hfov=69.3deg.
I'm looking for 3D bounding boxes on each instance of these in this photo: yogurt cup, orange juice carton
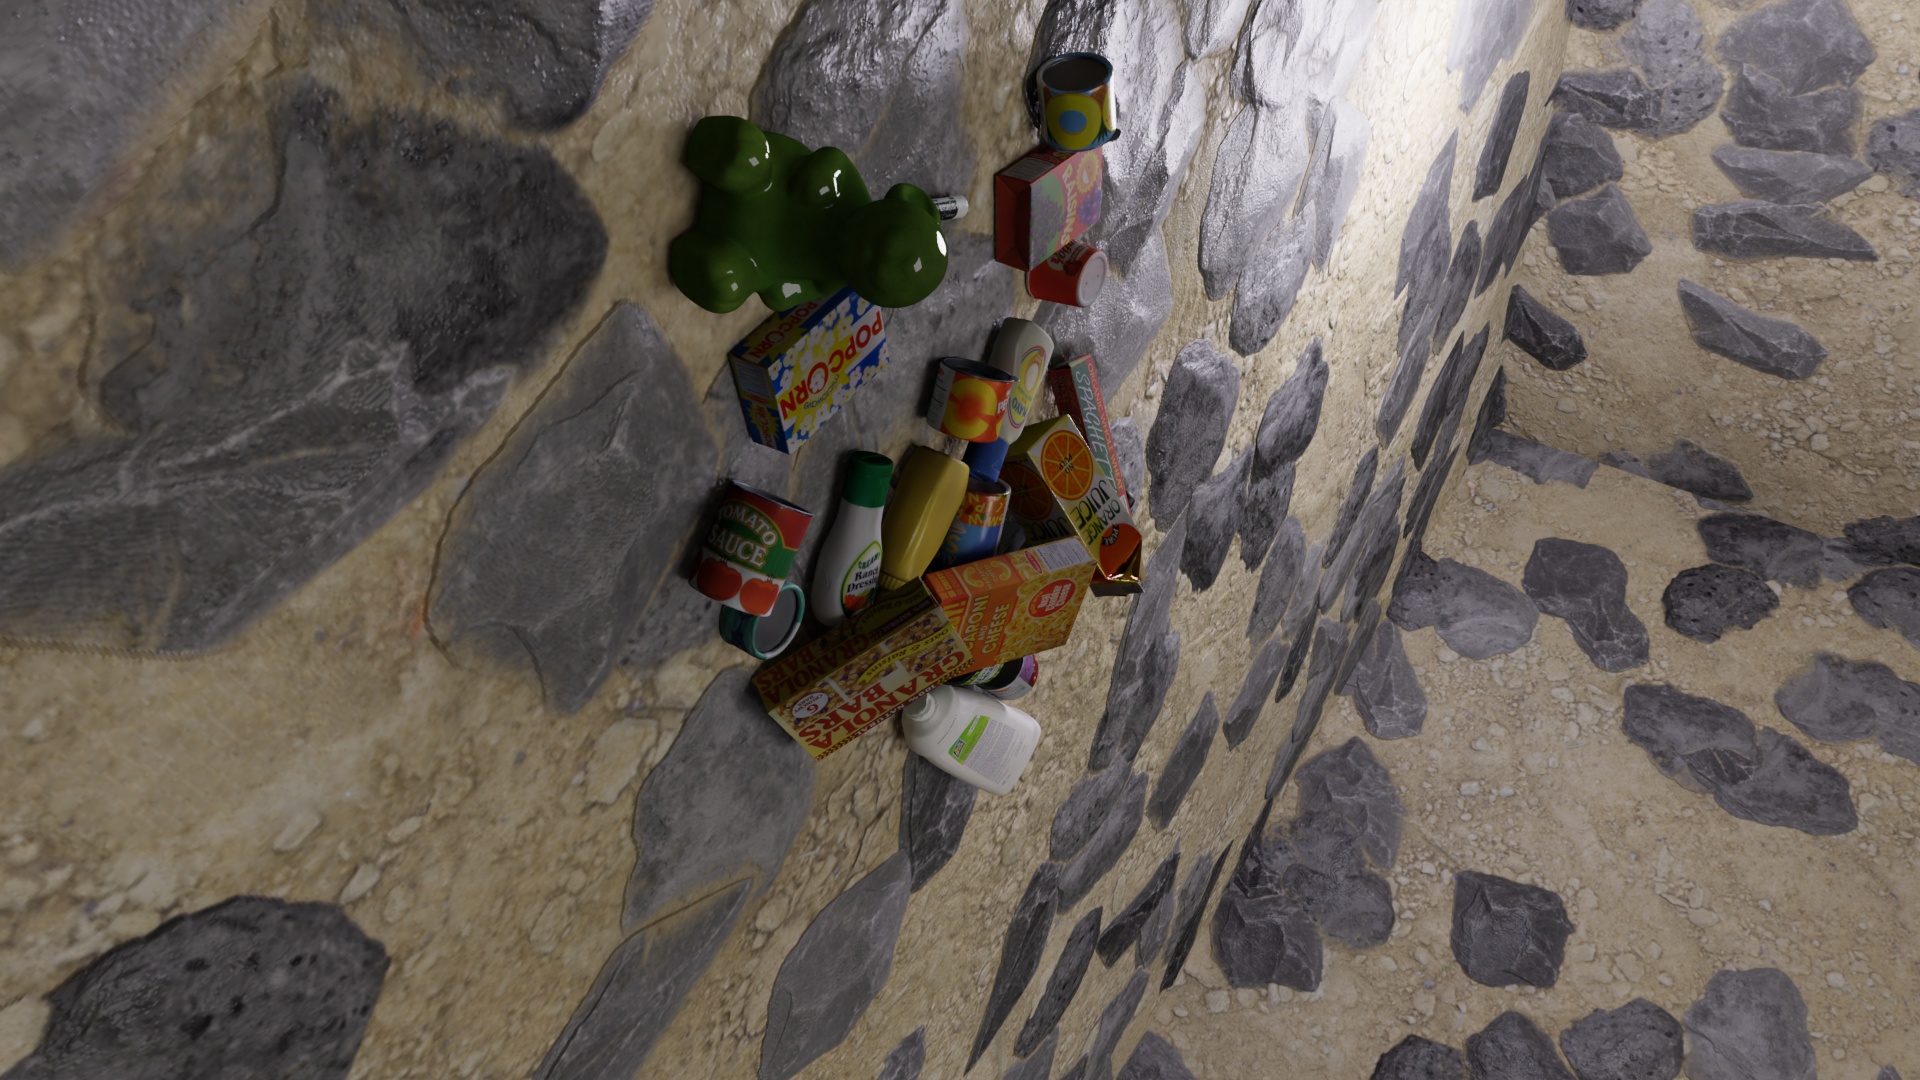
[{"bbox_3d":[0.101,-0.251,1.294,0.073,0.054,0.072,-42,145,-39],"label":"yogurt cup"},{"bbox_3d":[0.110,-0.022,1.366,0.073,0.071,0.192,-45,110,-35],"label":"orange juice carton"}]

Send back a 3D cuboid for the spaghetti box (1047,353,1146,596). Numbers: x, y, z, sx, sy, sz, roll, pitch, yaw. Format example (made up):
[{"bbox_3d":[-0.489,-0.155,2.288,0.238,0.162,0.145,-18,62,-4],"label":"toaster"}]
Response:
[{"bbox_3d":[0.142,-0.066,1.428,0.050,0.028,0.249,-32,111,-50],"label":"spaghetti box"}]

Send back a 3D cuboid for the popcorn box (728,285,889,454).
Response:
[{"bbox_3d":[-0.108,-0.135,1.023,0.127,0.038,0.084,-48,148,-32],"label":"popcorn box"}]

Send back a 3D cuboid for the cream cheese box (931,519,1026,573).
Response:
[{"bbox_3d":[0.014,0.021,1.352,0.104,0.053,0.024,-54,150,-23],"label":"cream cheese box"}]

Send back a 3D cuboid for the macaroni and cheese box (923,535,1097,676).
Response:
[{"bbox_3d":[0.035,0.066,1.301,0.167,0.040,0.123,-13,141,-27],"label":"macaroni and cheese box"}]

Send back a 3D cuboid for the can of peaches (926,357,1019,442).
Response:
[{"bbox_3d":[0.010,-0.122,1.213,0.071,0.071,0.058,-14,124,-58],"label":"can of peaches"}]

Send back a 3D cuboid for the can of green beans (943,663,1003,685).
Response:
[{"bbox_3d":[0.005,0.112,1.392,0.058,0.071,0.071,10,103,-63],"label":"can of green beans"}]

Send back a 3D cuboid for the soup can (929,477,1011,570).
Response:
[{"bbox_3d":[0.005,-0.016,1.295,0.071,0.071,0.083,-20,127,-55],"label":"soup can"}]

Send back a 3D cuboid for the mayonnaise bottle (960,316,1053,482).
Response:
[{"bbox_3d":[0.040,-0.127,1.277,0.064,0.041,0.148,34,73,-57],"label":"mayonnaise bottle"}]

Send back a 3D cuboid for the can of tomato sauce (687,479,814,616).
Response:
[{"bbox_3d":[-0.155,0.006,1.018,0.071,0.071,0.083,19,94,-63],"label":"can of tomato sauce"}]

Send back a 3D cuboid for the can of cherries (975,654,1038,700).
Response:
[{"bbox_3d":[0.045,0.131,1.483,0.071,0.071,0.058,-63,153,-7],"label":"can of cherries"}]

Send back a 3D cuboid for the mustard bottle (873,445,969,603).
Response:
[{"bbox_3d":[-0.046,-0.003,1.229,0.160,0.049,0.065,-65,155,-1],"label":"mustard bottle"}]

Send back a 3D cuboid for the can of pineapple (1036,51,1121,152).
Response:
[{"bbox_3d":[0.101,-0.373,1.181,0.071,0.071,0.057,-50,149,-29],"label":"can of pineapple"}]

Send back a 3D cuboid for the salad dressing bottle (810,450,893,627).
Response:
[{"bbox_3d":[-0.088,0.000,1.160,0.064,0.044,0.147,-17,125,-55],"label":"salad dressing bottle"}]

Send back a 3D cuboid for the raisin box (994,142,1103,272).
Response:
[{"bbox_3d":[0.080,-0.304,1.230,0.124,0.040,0.085,-43,144,-40],"label":"raisin box"}]

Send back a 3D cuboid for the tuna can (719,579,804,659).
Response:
[{"bbox_3d":[-0.156,0.057,1.094,0.071,0.033,0.070,-42,145,-39],"label":"tuna can"}]

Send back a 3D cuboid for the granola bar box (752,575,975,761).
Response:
[{"bbox_3d":[-0.080,0.111,1.189,0.165,0.039,0.123,-32,148,-2],"label":"granola bar box"}]
